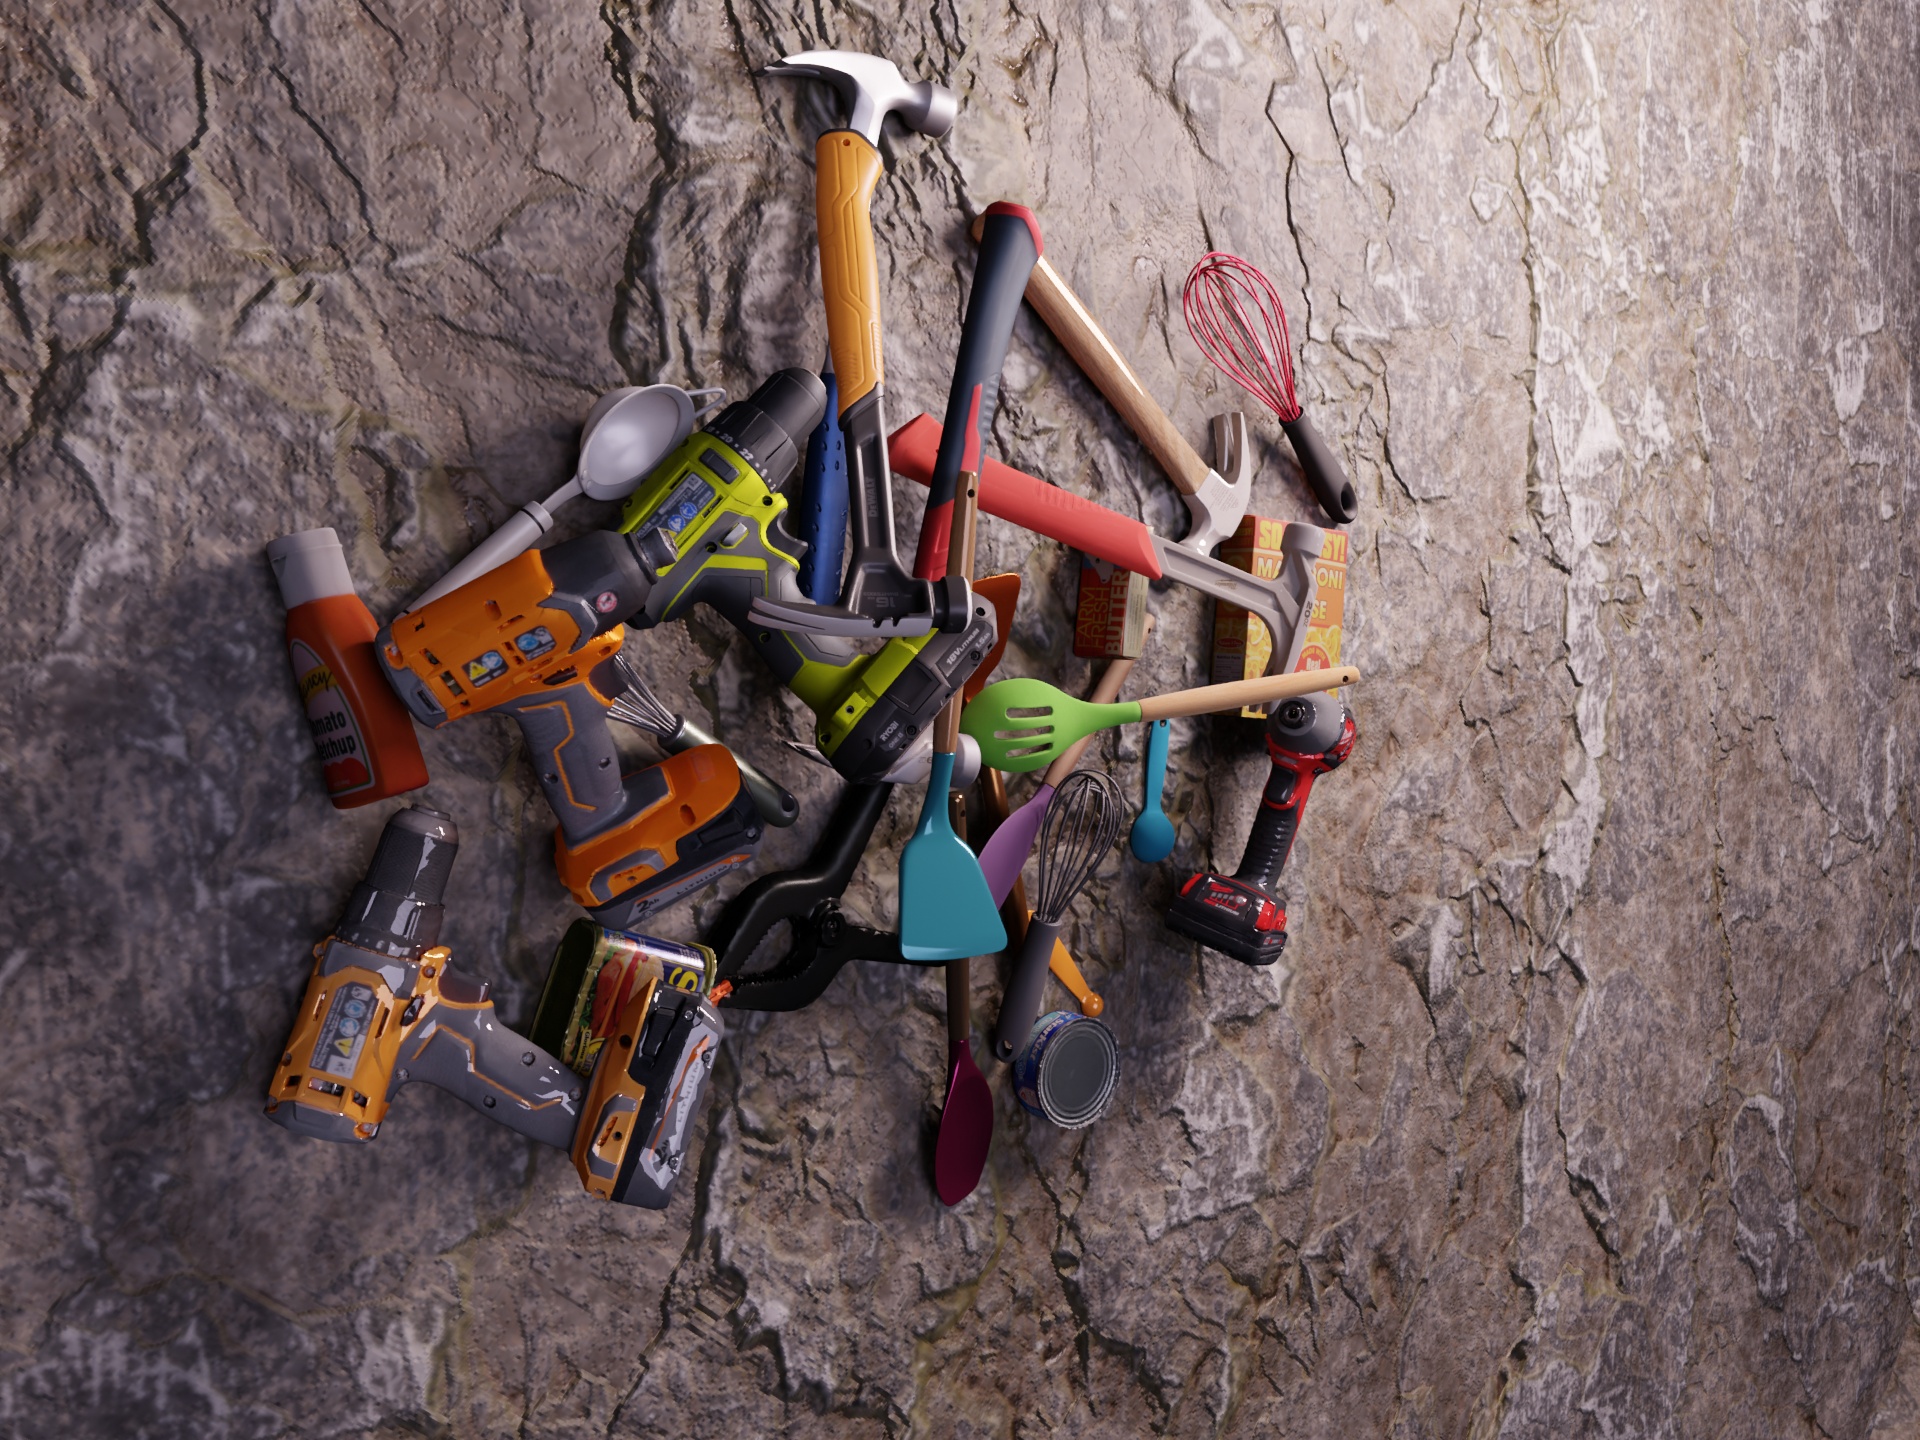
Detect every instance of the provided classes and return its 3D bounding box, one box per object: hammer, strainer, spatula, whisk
[{"bbox_3d":[-0.070,-0.210,0.958,0.127,0.034,0.337,-1,72,-13],"label":"hammer"},{"bbox_3d":[-0.245,-0.127,0.936,0.258,0.050,0.086,-47,163,-20],"label":"strainer"},{"bbox_3d":[0.029,0.054,1.162,0.081,0.041,0.322,-19,106,-30],"label":"spatula"},{"bbox_3d":[0.066,0.147,1.161,0.055,0.055,0.239,2,112,-38],"label":"whisk"},{"bbox_3d":[0.103,-0.126,1.153,0.358,0.037,0.149,19,85,-22],"label":"hammer"},{"bbox_3d":[-0.085,-0.240,1.055,0.144,0.035,0.405,6,90,-38],"label":"hammer"},{"bbox_3d":[-0.018,-0.150,1.049,0.143,0.038,0.386,8,95,-37],"label":"hammer"},{"bbox_3d":[0.121,-0.262,1.216,0.331,0.031,0.130,45,67,-31],"label":"hammer"},{"bbox_3d":[0.266,-0.267,1.316,0.295,0.073,0.073,49,65,-36],"label":"whisk"},{"bbox_3d":[-0.002,-0.003,1.042,0.082,0.044,0.317,0,99,-30],"label":"spatula"},{"bbox_3d":[0.076,0.031,1.180,0.316,0.018,0.059,-57,144,-32],"label":"spatula"},{"bbox_3d":[-0.186,0.002,0.989,0.246,0.059,0.058,41,46,-38],"label":"whisk"}]

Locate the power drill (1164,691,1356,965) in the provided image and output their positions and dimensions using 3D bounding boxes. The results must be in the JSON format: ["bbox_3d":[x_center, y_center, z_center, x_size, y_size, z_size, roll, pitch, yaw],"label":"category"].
[{"bbox_3d":[0.245,0.078,1.258,0.219,0.079,0.143,-68,157,1],"label":"power drill"}]

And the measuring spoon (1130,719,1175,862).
[{"bbox_3d":[0.162,0.052,1.276,0.042,0.021,0.128,3,92,-38],"label":"measuring spoon"}]

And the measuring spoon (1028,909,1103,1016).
[{"bbox_3d":[0.081,0.189,1.229,0.021,0.011,0.116,-48,119,-25],"label":"measuring spoon"}]

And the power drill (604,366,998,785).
[{"bbox_3d":[-0.091,-0.090,0.972,0.228,0.080,0.190,40,77,0],"label":"power drill"}]

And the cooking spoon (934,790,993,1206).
[{"bbox_3d":[-0.002,0.202,1.135,0.068,0.017,0.318,-20,116,-48],"label":"cooking spoon"}]

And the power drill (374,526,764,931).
[{"bbox_3d":[-0.197,0.000,0.899,0.164,0.084,0.226,-29,129,-3],"label":"power drill"}]

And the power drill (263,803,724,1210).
[{"bbox_3d":[-0.248,0.161,0.887,0.226,0.084,0.185,18,82,-7],"label":"power drill"}]

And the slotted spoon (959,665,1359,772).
[{"bbox_3d":[0.152,-0.012,1.154,0.313,0.031,0.070,-9,110,-18],"label":"slotted spoon"}]
